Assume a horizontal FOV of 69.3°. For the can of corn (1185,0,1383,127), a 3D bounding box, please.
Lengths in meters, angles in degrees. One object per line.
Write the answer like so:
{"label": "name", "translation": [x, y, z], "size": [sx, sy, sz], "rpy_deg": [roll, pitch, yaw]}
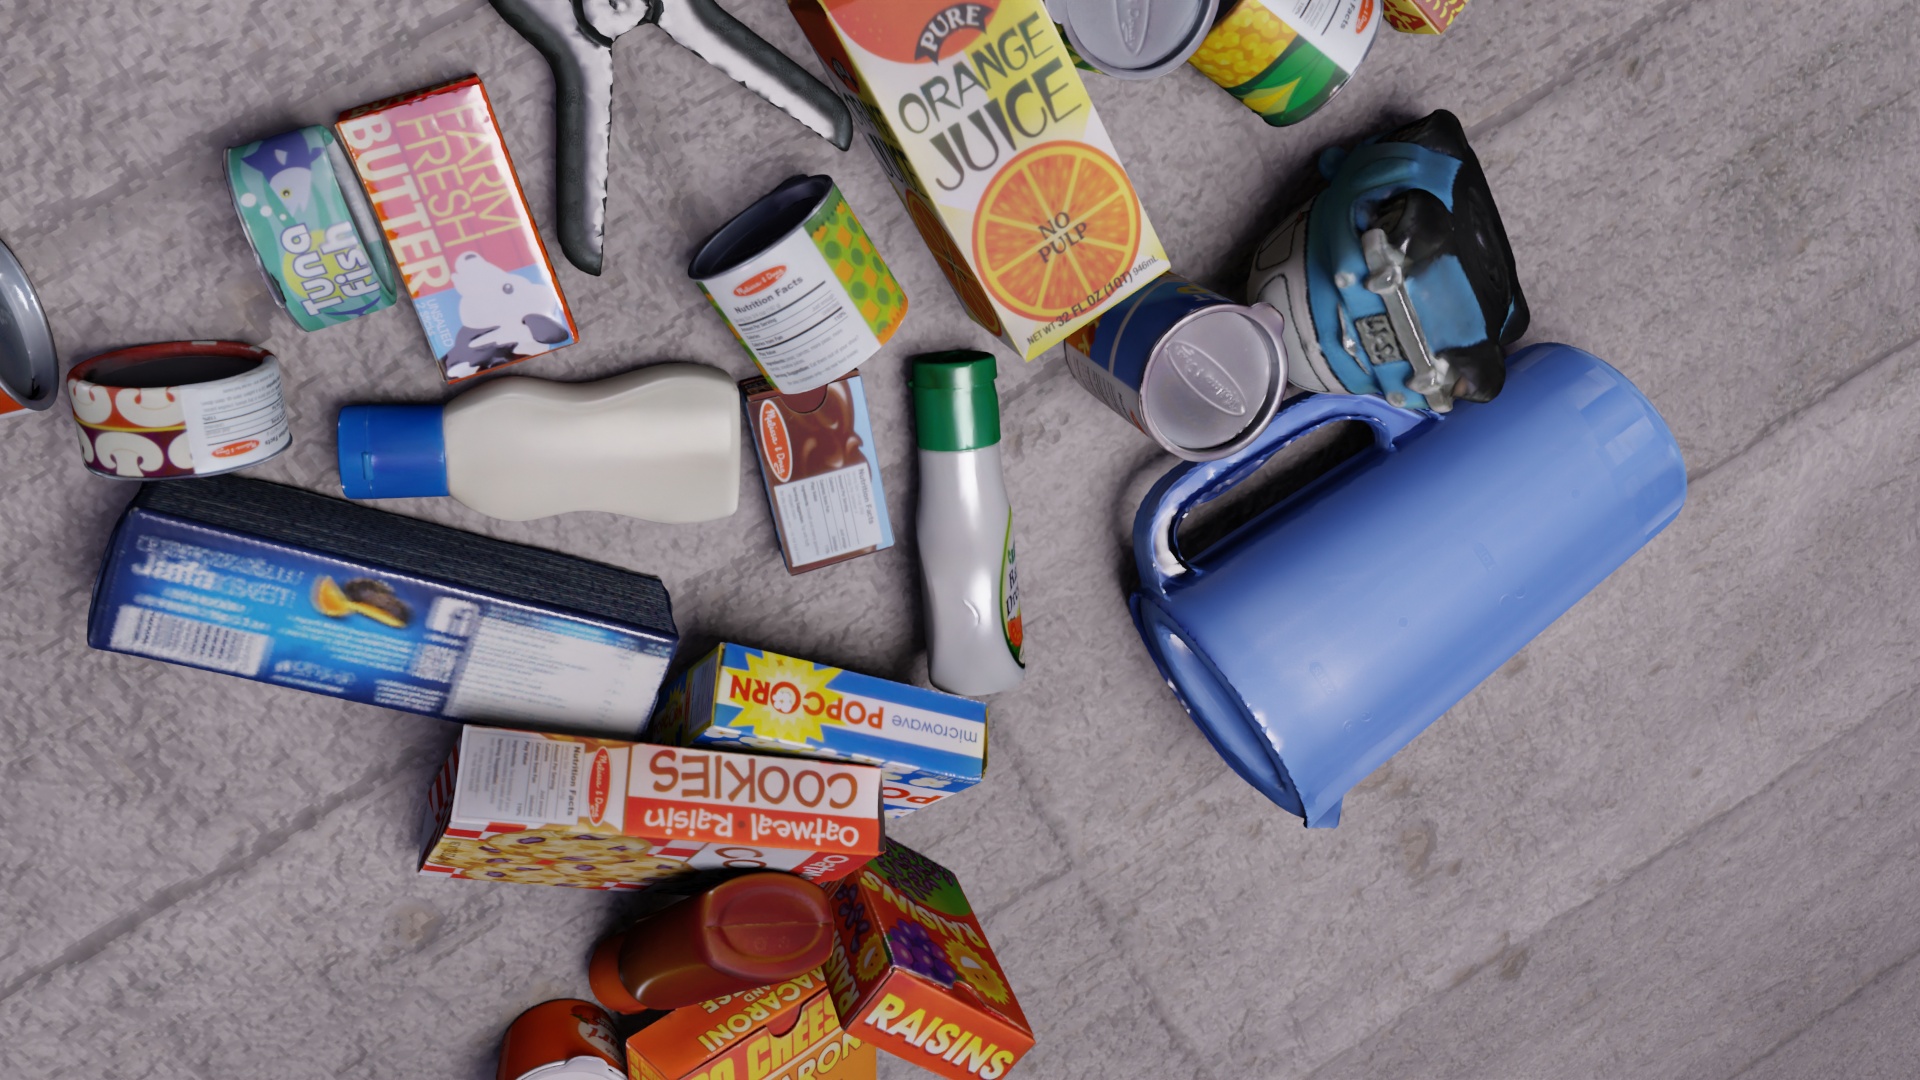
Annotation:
{"label": "can of corn", "translation": [0.123, -0.210, 0.561], "size": [0.058, 0.071, 0.071], "rpy_deg": [27, 101, -26]}

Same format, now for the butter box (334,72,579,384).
{"label": "butter box", "translation": [-0.184, -0.115, 0.516], "size": [0.053, 0.024, 0.103], "rpy_deg": [-19, 117, -10]}

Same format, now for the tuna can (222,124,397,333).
{"label": "tuna can", "translation": [-0.223, -0.107, 0.479], "size": [0.033, 0.071, 0.070], "rpy_deg": [-20, 117, -11]}

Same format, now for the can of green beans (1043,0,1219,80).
{"label": "can of green beans", "translation": [0.058, -0.215, 0.538], "size": [0.071, 0.058, 0.071], "rpy_deg": [-7, 114, -16]}

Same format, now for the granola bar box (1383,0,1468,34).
{"label": "granola bar box", "translation": [0.173, -0.304, 0.551], "size": [0.165, 0.039, 0.124], "rpy_deg": [33, 99, -27]}

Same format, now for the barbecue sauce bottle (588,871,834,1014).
{"label": "barbecue sauce bottle", "translation": [-0.117, 0.179, 0.605], "size": [0.065, 0.044, 0.148], "rpy_deg": [9, 153, -35]}

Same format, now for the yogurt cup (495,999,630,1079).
{"label": "yogurt cup", "translation": [-0.188, 0.255, 0.654], "size": [0.072, 0.054, 0.072], "rpy_deg": [-7, 114, -16]}

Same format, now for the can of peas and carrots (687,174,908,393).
{"label": "can of peas and carrots", "translation": [-0.062, -0.101, 0.543], "size": [0.071, 0.071, 0.058], "rpy_deg": [-35, 119, -2]}

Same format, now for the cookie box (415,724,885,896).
{"label": "cookie box", "translation": [-0.131, 0.120, 0.582], "size": [0.167, 0.122, 0.040], "rpy_deg": [11, 64, -23]}

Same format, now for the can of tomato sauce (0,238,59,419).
{"label": "can of tomato sauce", "translation": [-0.356, -0.065, 0.453], "size": [0.083, 0.071, 0.071], "rpy_deg": [-16, 116, -11]}

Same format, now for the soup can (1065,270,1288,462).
{"label": "soup can", "translation": [0.092, -0.080, 0.592], "size": [0.071, 0.084, 0.071], "rpy_deg": [-7, 114, -16]}

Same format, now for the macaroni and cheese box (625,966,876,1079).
{"label": "macaroni and cheese box", "translation": [-0.096, 0.287, 0.678], "size": [0.124, 0.040, 0.165], "rpy_deg": [-21, 122, -43]}

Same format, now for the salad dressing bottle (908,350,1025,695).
{"label": "salad dressing bottle", "translation": [0.002, -0.008, 0.607], "size": [0.044, 0.064, 0.147], "rpy_deg": [-3, 106, 6]}

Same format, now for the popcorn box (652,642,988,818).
{"label": "popcorn box", "translation": [-0.062, 0.086, 0.609], "size": [0.127, 0.085, 0.038], "rpy_deg": [16, 63, -24]}

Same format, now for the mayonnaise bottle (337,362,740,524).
{"label": "mayonnaise bottle", "translation": [-0.163, -0.037, 0.547], "size": [0.148, 0.041, 0.064], "rpy_deg": [-2, 111, -17]}

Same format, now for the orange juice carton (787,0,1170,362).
{"label": "orange juice carton", "translation": [-0.001, -0.171, 0.528], "size": [0.072, 0.073, 0.192], "rpy_deg": [-34, 118, -2]}

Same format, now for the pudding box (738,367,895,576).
{"label": "pudding box", "translation": [-0.060, -0.032, 0.590], "size": [0.050, 0.030, 0.083], "rpy_deg": [-16, 116, -11]}

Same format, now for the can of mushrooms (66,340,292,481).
{"label": "can of mushrooms", "translation": [-0.276, -0.047, 0.490], "size": [0.071, 0.071, 0.033], "rpy_deg": [-5, 114, -17]}

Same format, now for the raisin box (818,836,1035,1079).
{"label": "raisin box", "translation": [-0.025, 0.187, 0.642], "size": [0.086, 0.124, 0.040], "rpy_deg": [36, 98, -28]}
